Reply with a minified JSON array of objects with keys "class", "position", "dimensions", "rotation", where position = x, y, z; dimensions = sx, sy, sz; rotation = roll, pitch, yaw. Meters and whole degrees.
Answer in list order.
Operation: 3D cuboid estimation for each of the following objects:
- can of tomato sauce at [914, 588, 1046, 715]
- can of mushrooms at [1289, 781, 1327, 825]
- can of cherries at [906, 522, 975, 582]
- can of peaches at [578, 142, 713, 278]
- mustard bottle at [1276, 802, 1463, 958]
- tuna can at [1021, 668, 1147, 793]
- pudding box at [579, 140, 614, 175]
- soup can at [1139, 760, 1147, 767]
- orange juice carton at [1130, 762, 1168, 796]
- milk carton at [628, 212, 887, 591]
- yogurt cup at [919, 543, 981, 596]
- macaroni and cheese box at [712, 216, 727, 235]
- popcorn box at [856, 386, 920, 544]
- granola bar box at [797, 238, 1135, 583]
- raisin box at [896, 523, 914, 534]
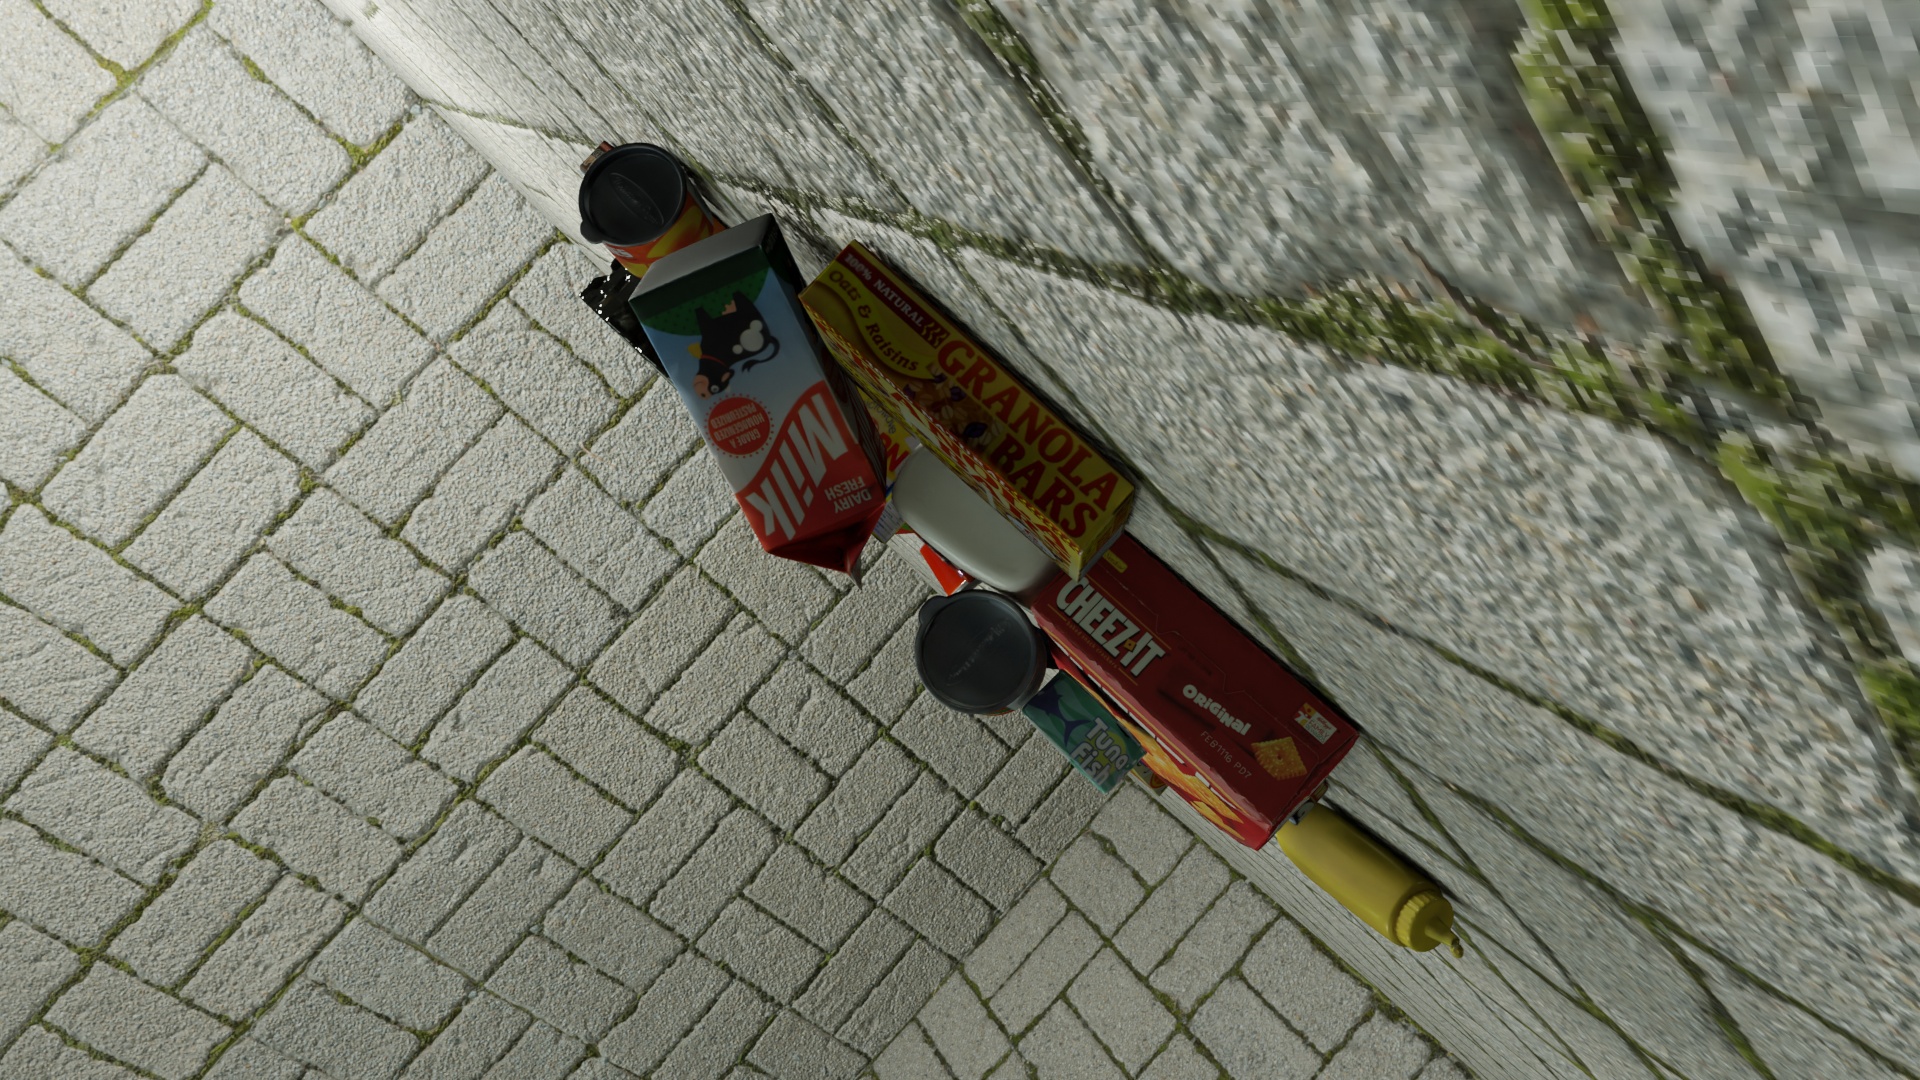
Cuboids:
[{"class":"can of tomato sauce","position":[0.011,0.064,0.775],"dimensions":[0.071,0.071,0.083],"rotation":[42,178,11]},{"class":"can of mushrooms","position":[0.208,0.154,0.917],"dimensions":[0.071,0.033,0.071],"rotation":[43,176,4]},{"class":"can of cherries","position":[0.003,-0.012,0.968],"dimensions":[0.071,0.058,0.071],"rotation":[42,175,5]},{"class":"can of peaches","position":[-0.190,-0.195,0.839],"dimensions":[0.071,0.071,0.058],"rotation":[42,176,13]},{"class":"mustard bottle","position":[0.279,0.231,0.925],"dimensions":[0.065,0.049,0.160],"rotation":[45,174,-31]},{"class":"tuna can","position":[0.068,0.105,0.756],"dimensions":[0.071,0.033,0.071],"rotation":[45,175,5]},{"class":"pudding box","position":[-0.234,-0.246,1.011],"dimensions":[0.050,0.030,0.083],"rotation":[39,175,29]},{"class":"soup can","position":[0.136,0.121,1.016],"dimensions":[0.083,0.071,0.071],"rotation":[47,174,-38]},{"class":"orange juice carton","position":[0.143,0.144,1.153],"dimensions":[0.073,0.072,0.192],"rotation":[39,175,29]},{"class":"milk carton","position":[-0.092,-0.065,0.731],"dimensions":[0.072,0.073,0.190],"rotation":[-96,-17,-64]},{"class":"yogurt cup","position":[0.002,0.012,1.206],"dimensions":[0.054,0.072,0.072],"rotation":[50,176,7]},{"class":"macaroni and cheese box","position":[-0.159,-0.175,0.966],"dimensions":[0.124,0.040,0.166],"rotation":[43,175,5]},{"class":"popcorn box","position":[-0.064,-0.068,0.848],"dimensions":[0.127,0.085,0.038],"rotation":[40,175,31]},{"class":"granola bar box","position":[0.006,-0.055,0.642],"dimensions":[0.166,0.039,0.124],"rotation":[42,177,9]},{"class":"raisin box","position":[-0.070,-0.038,1.041],"dimensions":[0.086,0.040,0.123],"rotation":[27,168,-23]}]
